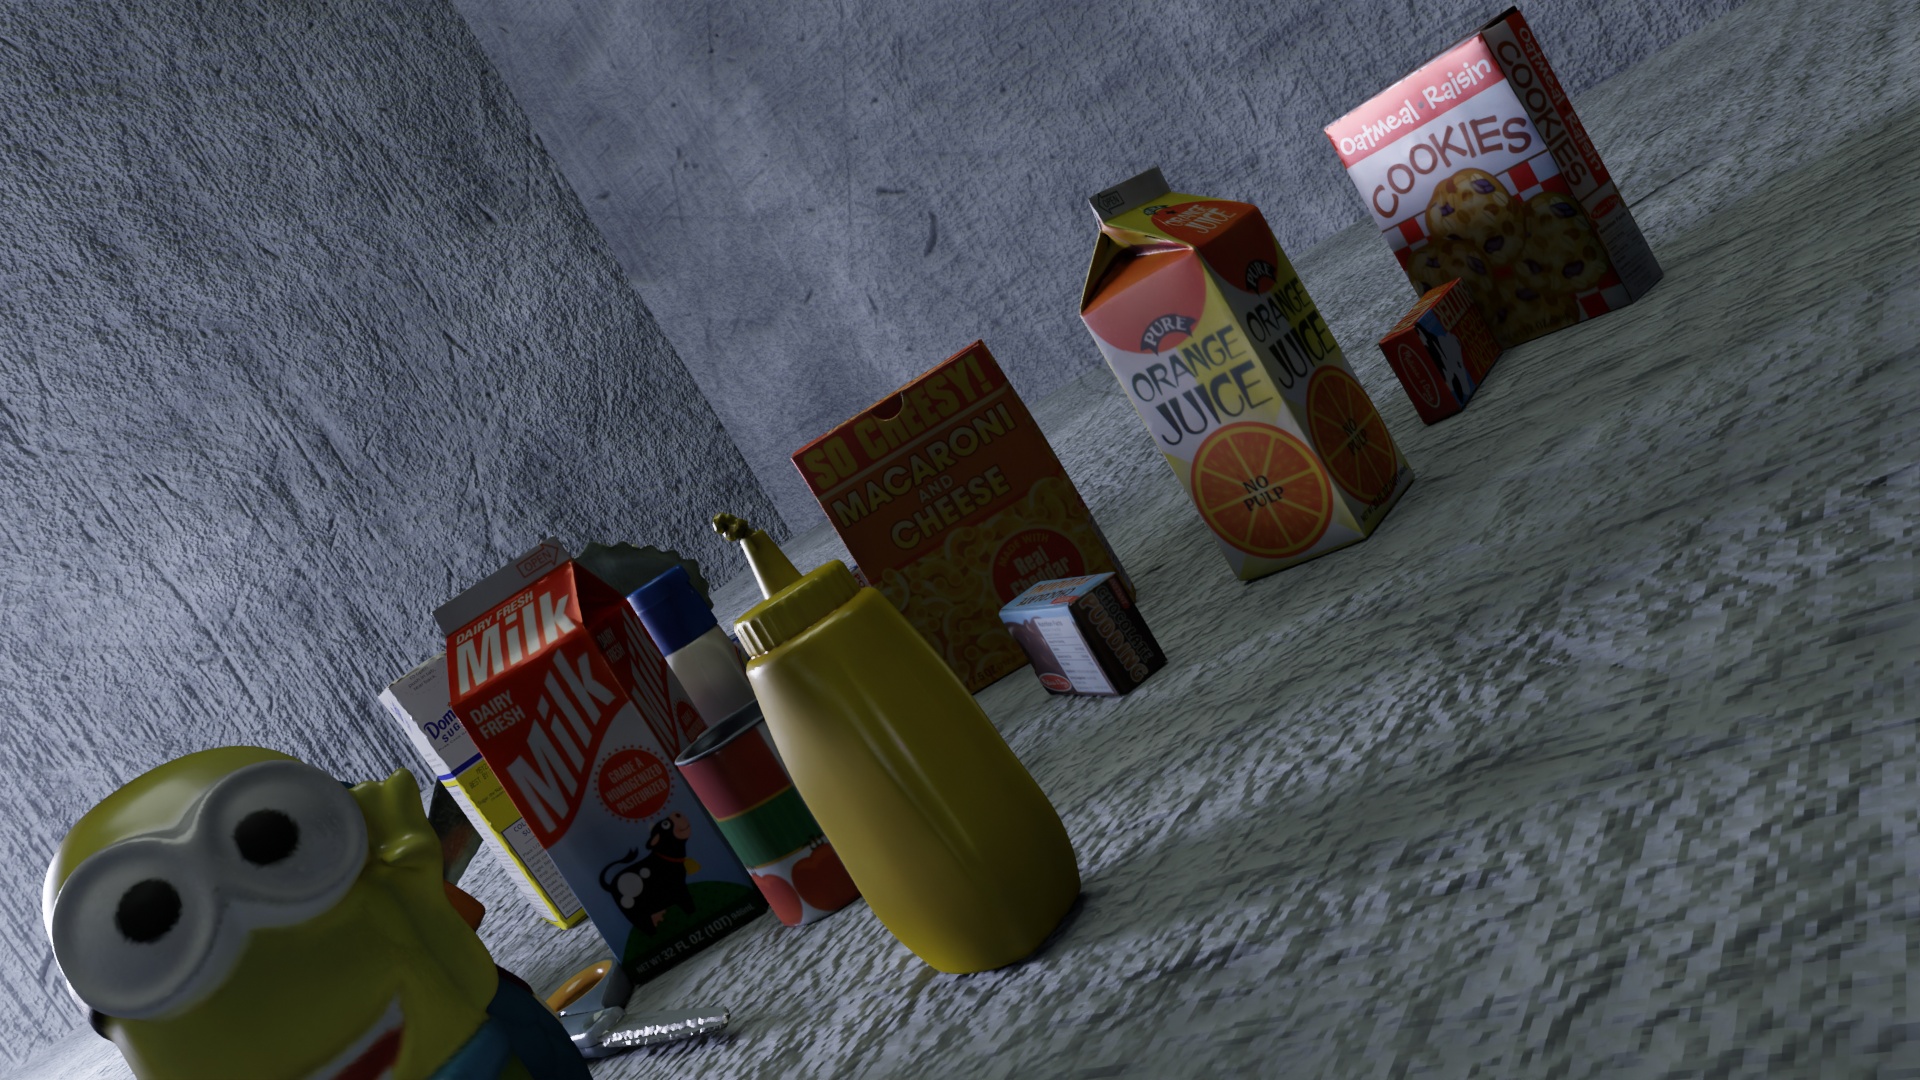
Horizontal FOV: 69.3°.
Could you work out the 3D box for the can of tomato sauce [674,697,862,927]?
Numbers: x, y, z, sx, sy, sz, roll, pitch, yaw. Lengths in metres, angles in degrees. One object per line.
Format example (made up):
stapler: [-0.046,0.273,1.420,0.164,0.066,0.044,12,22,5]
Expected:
can of tomato sauce: [-0.070,0.109,0.583,0.071,0.083,0.071,-31,6,4]

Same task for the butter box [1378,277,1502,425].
butter box: [0.269,-0.107,0.773,0.024,0.053,0.104,-27,8,40]

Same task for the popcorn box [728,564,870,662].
popcorn box: [-0.094,0.080,0.911,0.126,0.085,0.038,-29,7,27]

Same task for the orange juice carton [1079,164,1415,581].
orange juice carton: [0.125,-0.085,0.651,0.072,0.192,0.072,-26,8,44]

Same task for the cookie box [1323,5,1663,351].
cookie box: [0.298,-0.195,0.789,0.040,0.167,0.122,-35,7,-28]

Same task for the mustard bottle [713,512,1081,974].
mustard bottle: [-0.026,0.056,0.427,0.065,0.160,0.049,-26,8,44]

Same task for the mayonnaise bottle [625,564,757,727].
mayonnaise bottle: [-0.123,0.084,0.735,0.041,0.148,0.065,-32,6,-5]

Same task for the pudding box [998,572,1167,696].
pudding box: [0.055,0.044,0.643,0.030,0.049,0.083,-34,7,-20]

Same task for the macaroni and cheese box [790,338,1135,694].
macaroni and cheese box: [0.003,-0.010,0.772,0.123,0.166,0.040,-31,6,10]

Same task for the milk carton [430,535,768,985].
milk carton: [-0.162,0.095,0.637,0.072,0.190,0.073,-31,6,5]
